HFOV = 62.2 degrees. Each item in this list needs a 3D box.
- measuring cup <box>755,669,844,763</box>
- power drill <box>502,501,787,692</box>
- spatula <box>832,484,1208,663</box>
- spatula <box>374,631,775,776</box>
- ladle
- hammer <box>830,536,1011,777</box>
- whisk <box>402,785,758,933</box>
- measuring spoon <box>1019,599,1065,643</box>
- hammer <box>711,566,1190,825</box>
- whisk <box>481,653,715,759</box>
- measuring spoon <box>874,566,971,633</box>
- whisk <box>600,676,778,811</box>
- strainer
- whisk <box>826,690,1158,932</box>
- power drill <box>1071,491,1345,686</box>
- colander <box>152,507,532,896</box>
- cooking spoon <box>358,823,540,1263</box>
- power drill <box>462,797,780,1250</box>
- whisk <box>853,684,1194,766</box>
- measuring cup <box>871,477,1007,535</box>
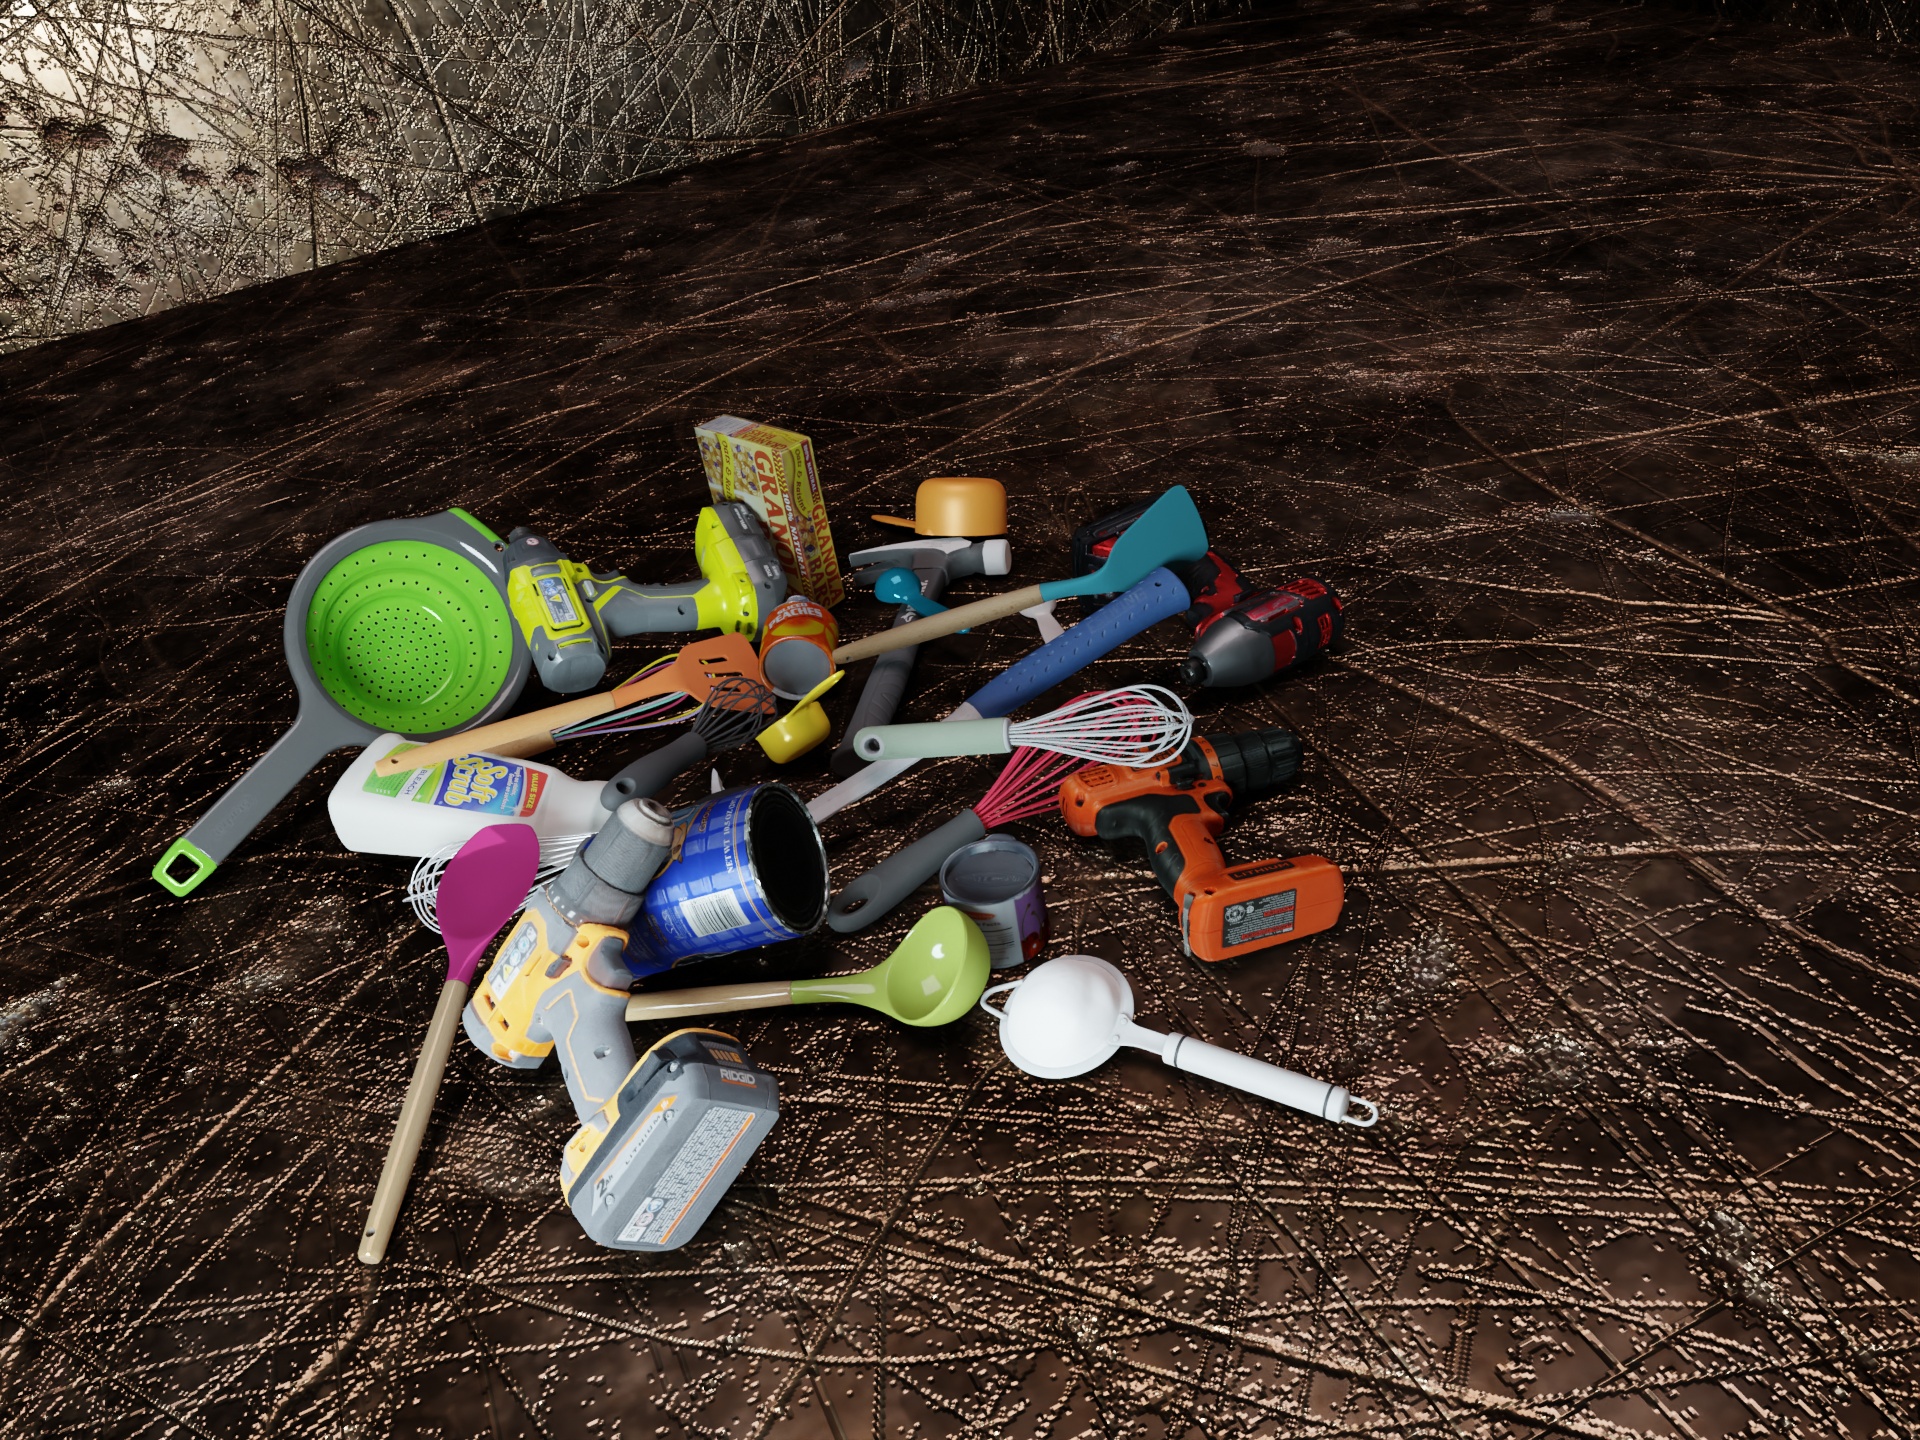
[{"bbox_3d":[-0.111,-0.003,1.212,0.062,0.029,0.156,-30,-4,-28],"label":"measuring cup"},{"bbox_3d":[-0.280,-0.119,1.395,0.223,0.080,0.171,-13,55,-26],"label":"power drill"},{"bbox_3d":[0.042,-0.102,1.277,0.317,0.082,0.044,-16,50,16],"label":"spatula"},{"bbox_3d":[-0.301,-0.005,1.268,0.322,0.041,0.081,-18,71,-24],"label":"spatula"},{"bbox_3d":[-0.136,0.171,1.022,0.320,0.062,0.078,-7,50,11],"label":"ladle"},{"bbox_3d":[-0.056,-0.062,1.357,0.146,0.035,0.335,-1,35,14],"label":"hammer"},{"bbox_3d":[-0.266,0.092,1.139,0.284,0.070,0.070,-16,33,7],"label":"whisk"},{"bbox_3d":[0.077,-0.083,1.363,0.034,0.018,0.124,-15,35,-6],"label":"measuring spoon"},{"bbox_3d":[-0.002,-0.004,1.192,0.405,0.035,0.144,-32,47,-16],"label":"hammer"},{"bbox_3d":[-0.323,0.001,1.336,0.245,0.047,0.051,-21,36,-8],"label":"whisk"},{"bbox_3d":[-0.031,-0.105,1.362,0.042,0.021,0.129,-28,37,-24],"label":"measuring spoon"},{"bbox_3d":[-0.204,0.017,1.202,0.055,0.055,0.239,3,20,20],"label":"whisk"},{"bbox_3d":[0.119,0.189,0.937,0.258,0.050,0.087,14,57,28],"label":"strainer"},{"bbox_3d":[0.026,0.062,1.135,0.296,0.073,0.073,-34,39,-20],"label":"whisk"},{"bbox_3d":[0.192,-0.100,1.308,0.143,0.078,0.220,-26,40,-21],"label":"power drill"},{"bbox_3d":[-0.531,-0.008,1.360,0.397,0.204,0.094,-53,15,-25],"label":"colander"},{"bbox_3d":[-0.330,0.192,1.019,0.069,0.017,0.319,-2,47,8],"label":"cooking spoon"},{"bbox_3d":[-0.194,0.168,0.932,0.185,0.084,0.226,-55,47,9],"label":"power drill"},{"bbox_3d":[0.041,0.009,1.114,0.246,0.057,0.059,-4,12,17],"label":"whisk"},{"bbox_3d":[-0.028,-0.210,1.532,0.095,0.052,0.174,-10,17,-42],"label":"measuring cup"}]
